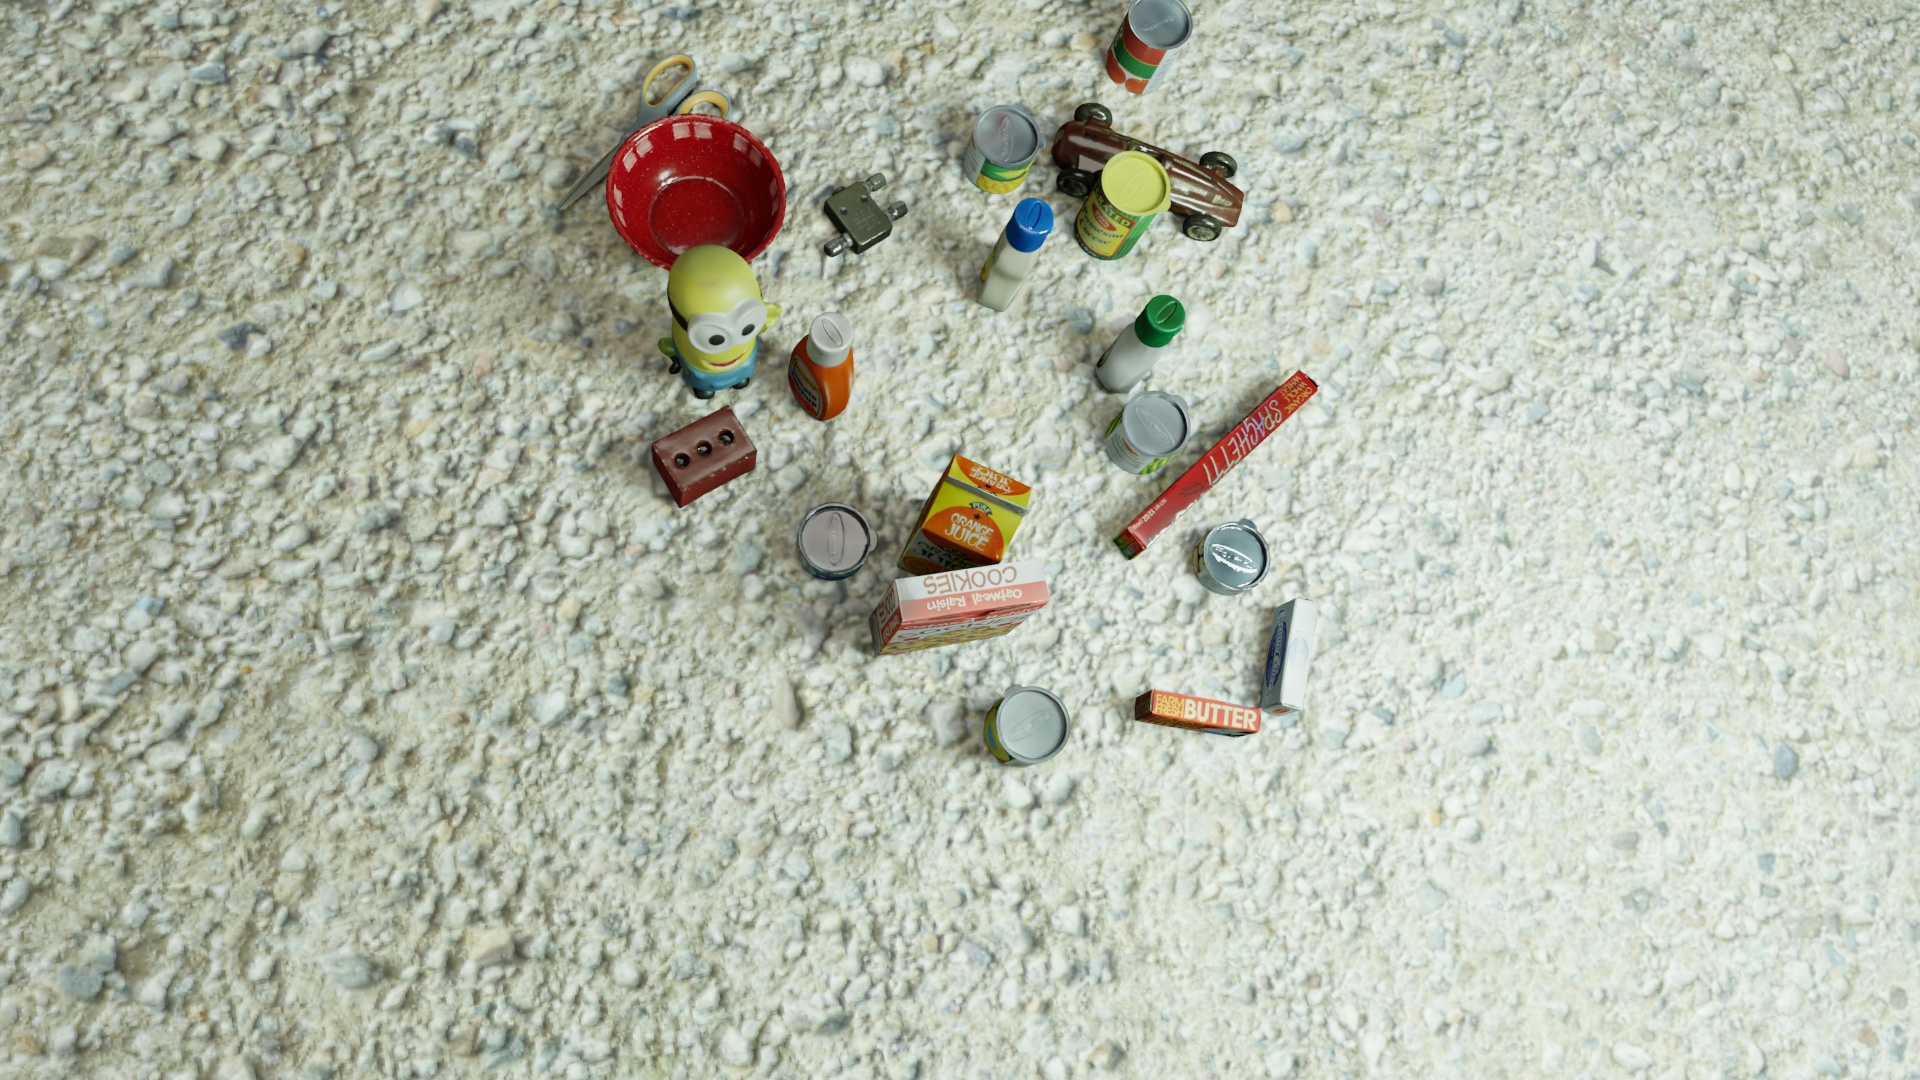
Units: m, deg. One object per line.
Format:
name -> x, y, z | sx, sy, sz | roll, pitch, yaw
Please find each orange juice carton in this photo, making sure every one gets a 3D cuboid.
orange juice carton -> 0.004, -0.015, 1.178 | 0.072, 0.192, 0.073 | 25, 73, -4

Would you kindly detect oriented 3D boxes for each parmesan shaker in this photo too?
parmesan shaker -> 0.155, -0.317, 1.333 | 0.071, 0.102, 0.071 | 3, 76, -10

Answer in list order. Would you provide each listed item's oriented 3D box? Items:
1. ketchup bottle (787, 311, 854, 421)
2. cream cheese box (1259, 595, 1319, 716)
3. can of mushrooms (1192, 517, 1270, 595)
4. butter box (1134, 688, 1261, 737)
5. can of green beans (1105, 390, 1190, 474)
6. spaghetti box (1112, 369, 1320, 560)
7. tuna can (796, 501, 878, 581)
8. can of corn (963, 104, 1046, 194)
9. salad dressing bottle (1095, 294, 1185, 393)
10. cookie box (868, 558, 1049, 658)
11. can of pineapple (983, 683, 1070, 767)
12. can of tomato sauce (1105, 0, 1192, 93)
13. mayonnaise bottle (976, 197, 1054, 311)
ketchup bottle -> -0.119, -0.155, 1.213 | 0.044, 0.148, 0.065 | -33, 84, -17
cream cheese box -> 0.302, 0.107, 1.278 | 0.024, 0.053, 0.104 | 15, 73, -7
can of mushrooms -> 0.255, 0.015, 1.303 | 0.071, 0.033, 0.071 | 3, 75, -10
butter box -> 0.212, 0.156, 1.247 | 0.103, 0.053, 0.024 | 11, 74, -8
can of green beans -> 0.175, -0.100, 1.304 | 0.071, 0.057, 0.071 | 3, 75, -10
spaghetti box -> 0.243, -0.073, 1.315 | 0.251, 0.050, 0.029 | -41, 87, -18
tuna can -> -0.110, 0.002, 1.235 | 0.071, 0.032, 0.071 | 3, 75, -10
can of corn -> 0.042, -0.379, 1.350 | 0.071, 0.058, 0.071 | 3, 75, -10
salad dressing bottle -> 0.166, -0.181, 1.276 | 0.044, 0.147, 0.064 | 44, 73, 2
cookie box -> -0.005, 0.059, 1.170 | 0.123, 0.167, 0.040 | -9, 78, -13
can of pineapple -> 0.057, 0.162, 1.213 | 0.071, 0.057, 0.071 | 3, 75, -10
can of tomato sauce -> 0.187, -0.501, 1.398 | 0.071, 0.083, 0.071 | 3, 76, -10
mayonnaise bottle -> 0.050, -0.265, 1.275 | 0.041, 0.147, 0.065 | 20, 73, -6
